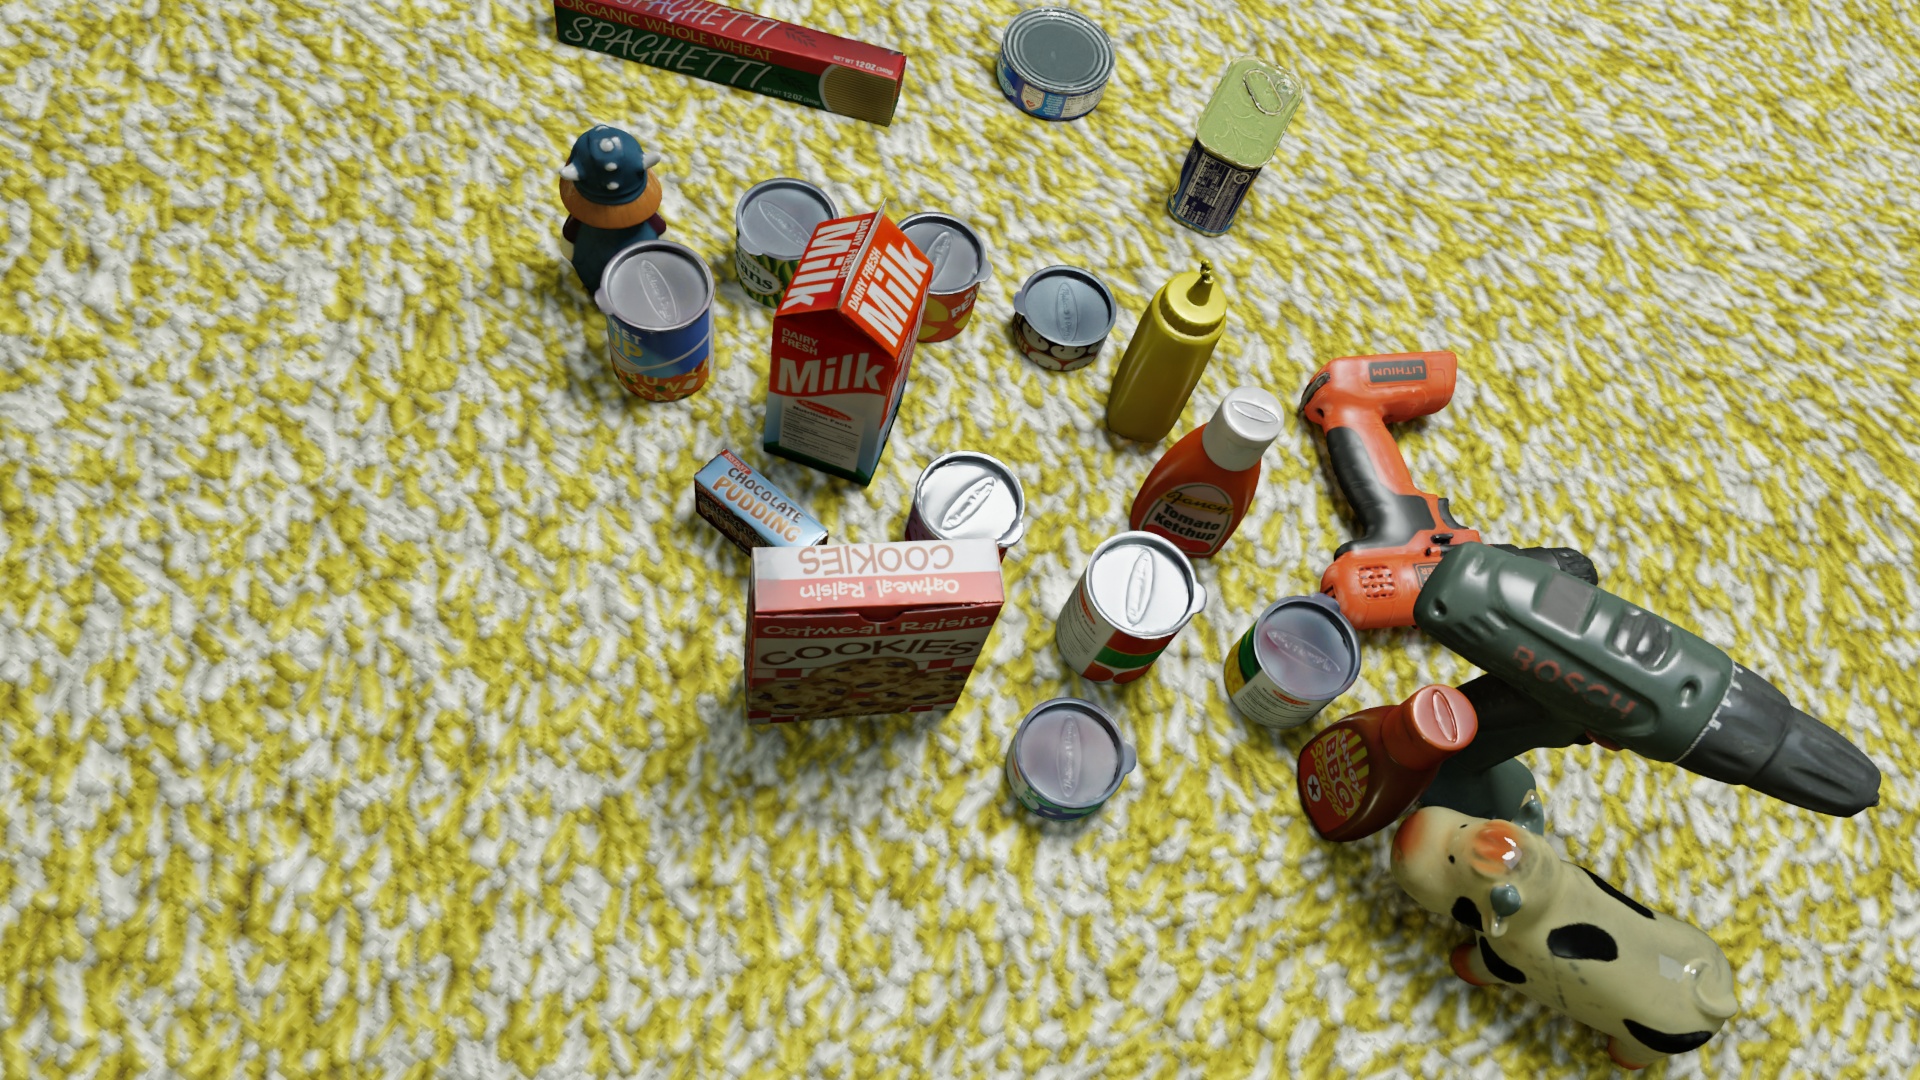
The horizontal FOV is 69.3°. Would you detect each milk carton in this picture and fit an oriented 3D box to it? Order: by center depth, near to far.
[{"bbox_3d":[-0.066,-0.114,0.810,0.073,0.189,0.072,19,63,-1],"label":"milk carton"}]

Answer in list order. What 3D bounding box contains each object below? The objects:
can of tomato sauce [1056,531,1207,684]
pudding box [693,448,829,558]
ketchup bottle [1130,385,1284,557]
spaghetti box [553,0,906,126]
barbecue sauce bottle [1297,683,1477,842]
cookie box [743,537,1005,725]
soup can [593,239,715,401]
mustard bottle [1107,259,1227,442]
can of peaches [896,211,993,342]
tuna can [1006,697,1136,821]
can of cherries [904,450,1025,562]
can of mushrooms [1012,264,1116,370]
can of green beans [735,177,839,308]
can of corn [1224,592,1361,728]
[{"bbox_3d":[0.099,0.042,0.823,0.071,0.082,0.071,4,64,-8],"label":"can of tomato sauce"},{"bbox_3d":[-0.119,-0.012,0.829,0.084,0.049,0.030,39,64,10],"label":"pudding box"},{"bbox_3d":[0.151,-0.041,0.837,0.065,0.148,0.044,20,63,0],"label":"ketchup bottle"},{"bbox_3d":[-0.165,-0.351,0.987,0.250,0.050,0.029,14,63,-3],"label":"spaghetti box"},{"bbox_3d":[0.236,0.121,0.773,0.044,0.148,0.065,-5,66,-12],"label":"barbecue sauce bottle"},{"bbox_3d":[-0.052,0.053,0.743,0.123,0.166,0.040,-3,65,-12],"label":"cookie box"},{"bbox_3d":[-0.188,-0.133,0.857,0.071,0.083,0.071,4,64,-8],"label":"soup can"},{"bbox_3d":[0.132,-0.122,0.866,0.049,0.159,0.065,17,63,-2],"label":"mustard bottle"},{"bbox_3d":[-0.017,-0.173,0.922,0.071,0.057,0.071,4,64,-8],"label":"can of peaches"},{"bbox_3d":[0.063,0.127,0.803,0.071,0.032,0.071,4,64,-8],"label":"tuna can"},{"bbox_3d":[0.003,-0.011,0.846,0.071,0.058,0.072,4,64,-8],"label":"can of cherries"},{"bbox_3d":[0.067,-0.151,0.940,0.071,0.033,0.071,4,64,-8],"label":"can of mushrooms"},{"bbox_3d":[-0.115,-0.195,0.915,0.071,0.057,0.071,4,64,-8],"label":"can of green beans"},{"bbox_3d":[0.201,0.073,0.841,0.071,0.058,0.071,4,64,-8],"label":"can of corn"}]
